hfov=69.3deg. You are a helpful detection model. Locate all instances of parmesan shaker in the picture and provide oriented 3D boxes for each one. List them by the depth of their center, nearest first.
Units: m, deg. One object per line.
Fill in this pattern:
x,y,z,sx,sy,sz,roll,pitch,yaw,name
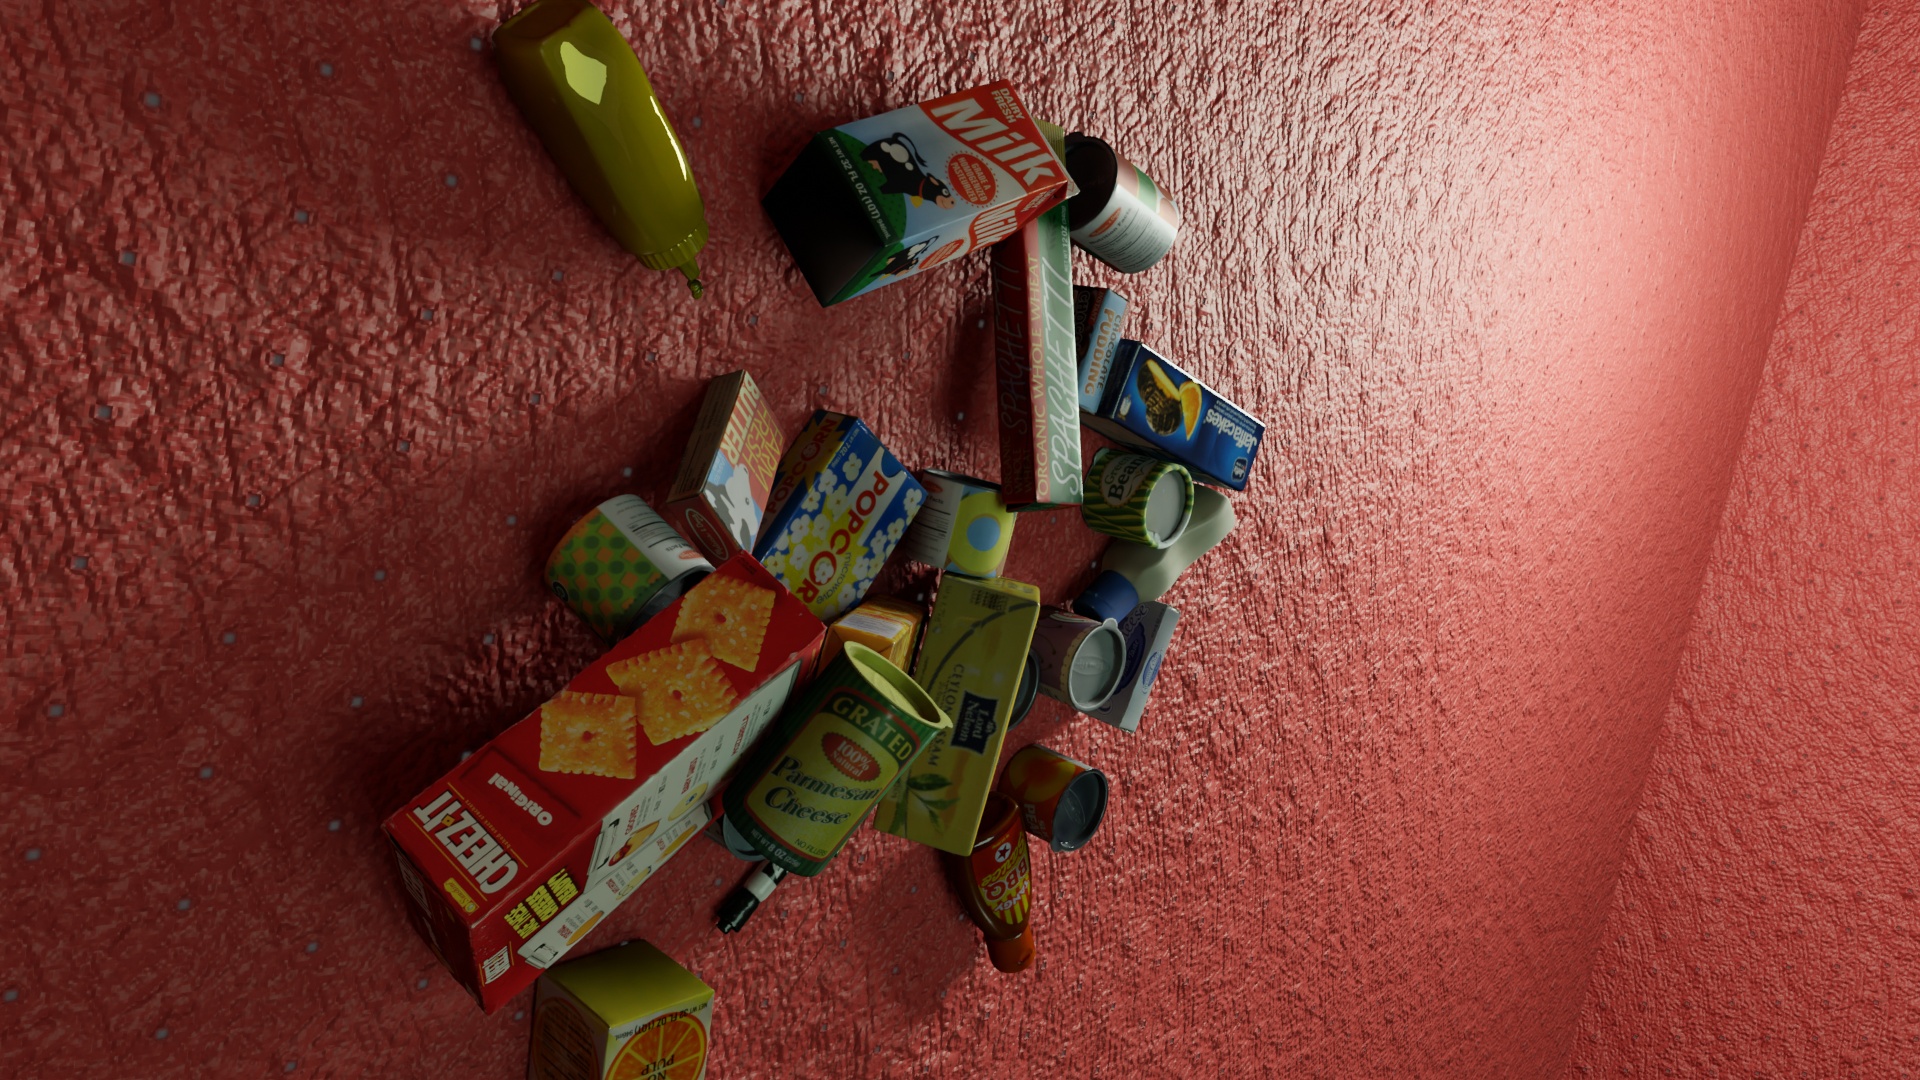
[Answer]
-0.063,0.113,0.708,0.103,0.071,0.071,-51,139,6,parmesan shaker

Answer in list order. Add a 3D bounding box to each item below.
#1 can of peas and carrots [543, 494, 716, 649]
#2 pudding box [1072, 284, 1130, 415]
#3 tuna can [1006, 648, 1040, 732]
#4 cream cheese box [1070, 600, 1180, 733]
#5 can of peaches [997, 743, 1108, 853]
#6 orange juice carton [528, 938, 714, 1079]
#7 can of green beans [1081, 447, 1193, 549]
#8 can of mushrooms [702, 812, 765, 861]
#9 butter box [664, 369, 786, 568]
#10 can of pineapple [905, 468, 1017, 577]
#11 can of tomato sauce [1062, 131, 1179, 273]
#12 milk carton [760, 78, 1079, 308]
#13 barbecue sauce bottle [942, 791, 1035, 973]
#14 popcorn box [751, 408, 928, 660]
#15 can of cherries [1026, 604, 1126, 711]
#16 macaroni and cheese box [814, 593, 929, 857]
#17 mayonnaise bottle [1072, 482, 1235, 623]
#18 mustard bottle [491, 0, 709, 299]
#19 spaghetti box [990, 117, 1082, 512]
-0.170,0.021,0.710,0.071,0.059,0.070,-45,167,-13,can of peas and carrots
0.080,-0.132,0.958,0.030,0.050,0.083,18,90,-48,pudding box
0.022,0.104,0.991,0.071,0.033,0.070,-19,117,-43,tuna can
0.129,0.094,1.089,0.024,0.053,0.104,27,83,-47,cream cheese box
0.069,0.196,1.056,0.071,0.058,0.071,-21,119,-42,can of peaches
-0.200,0.338,0.796,0.072,0.073,0.192,-4,107,-47,orange juice carton
0.134,-0.031,1.047,0.071,0.058,0.071,-19,117,-43,can of green beans
-0.126,0.156,0.844,0.071,0.033,0.070,-19,117,-42,can of mushrooms
-0.124,-0.040,0.746,0.104,0.024,0.053,-81,152,-45,butter box
0.003,-0.011,0.902,0.071,0.071,0.057,6,100,-49,can of pineapple
0.098,-0.225,0.934,0.083,0.071,0.071,18,90,-50,can of tomato sauce
-0.010,-0.205,0.794,0.191,0.073,0.072,-31,89,-38,milk carton
0.027,0.262,1.044,0.065,0.044,0.147,-33,127,-30,barbecue sauce bottle
-0.084,-0.003,0.830,0.127,0.038,0.085,-58,136,-16,popcorn box
0.081,0.084,1.029,0.072,0.058,0.071,-18,116,-42,can of cherries
-0.061,0.101,0.825,0.166,0.040,0.123,-37,142,-84,macaroni and cheese box
0.146,0.014,1.077,0.149,0.065,0.041,-43,129,-25,mayonnaise bottle
-0.160,-0.180,0.667,0.049,0.065,0.159,-47,139,-19,mustard bottle
0.047,-0.143,0.880,0.050,0.028,0.250,0,86,-47,spaghetti box
